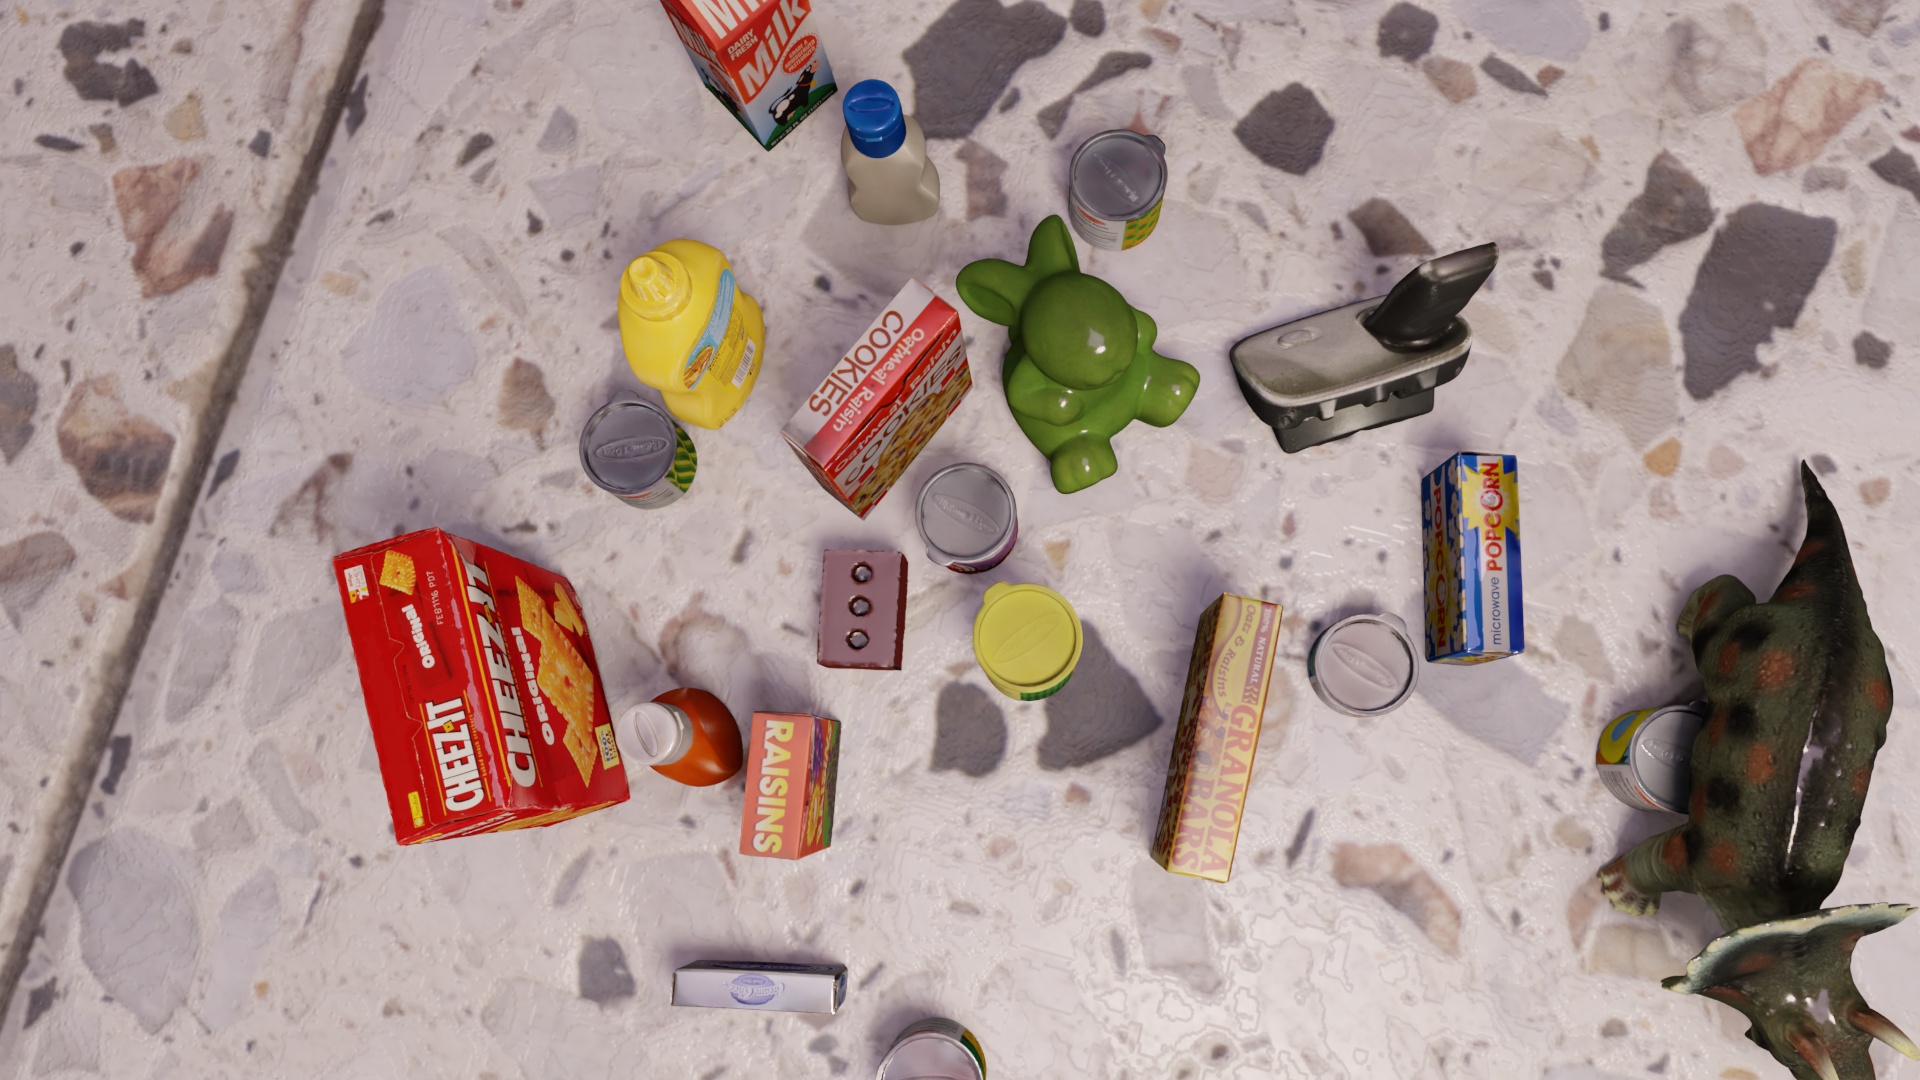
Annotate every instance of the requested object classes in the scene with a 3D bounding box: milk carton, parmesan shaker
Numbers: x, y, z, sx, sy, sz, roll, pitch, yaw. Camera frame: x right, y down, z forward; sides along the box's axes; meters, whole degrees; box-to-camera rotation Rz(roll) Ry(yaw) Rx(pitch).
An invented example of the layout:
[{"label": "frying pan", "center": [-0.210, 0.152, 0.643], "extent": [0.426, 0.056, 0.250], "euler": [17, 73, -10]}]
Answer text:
[{"label": "milk carton", "center": [-0.145, -0.345, 0.924], "extent": [0.072, 0.190, 0.073], "euler": [-42, 81, -4]}, {"label": "parmesan shaker", "center": [0.042, 0.064, 0.885], "extent": [0.071, 0.103, 0.071], "euler": [-1, 80, 3]}]

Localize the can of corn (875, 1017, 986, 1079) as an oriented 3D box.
[{"label": "can of corn", "center": [-0.017, 0.337, 0.862], "extent": [0.071, 0.058, 0.071], "euler": [-1, 80, 3]}]

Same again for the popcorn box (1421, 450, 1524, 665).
[{"label": "popcorn box", "center": [0.325, 0.014, 0.886], "extent": [0.038, 0.085, 0.127], "euler": [1, 80, 4]}]

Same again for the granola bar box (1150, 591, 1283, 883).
[{"label": "granola bar box", "center": [0.157, 0.122, 0.857], "extent": [0.039, 0.124, 0.165], "euler": [12, 81, 5]}]

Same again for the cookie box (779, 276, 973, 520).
[{"label": "cookie box", "center": [-0.047, -0.084, 0.883], "extent": [0.040, 0.167, 0.123], "euler": [38, 85, 9]}]

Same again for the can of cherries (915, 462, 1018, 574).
[{"label": "can of cherries", "center": [0.003, -0.012, 0.923], "extent": [0.071, 0.058, 0.071], "euler": [-1, 80, 3]}]

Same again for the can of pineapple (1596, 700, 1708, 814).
[{"label": "can of pineapple", "center": [0.444, 0.136, 0.871], "extent": [0.071, 0.058, 0.071], "euler": [-1, 80, 3]}]

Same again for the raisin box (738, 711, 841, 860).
[{"label": "raisin box", "center": [-0.104, 0.152, 0.867], "extent": [0.040, 0.123, 0.086], "euler": [5, 81, 4]}]

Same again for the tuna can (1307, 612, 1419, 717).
[{"label": "tuna can", "center": [0.263, 0.080, 0.905], "extent": [0.071, 0.033, 0.071], "euler": [-1, 80, 3]}]

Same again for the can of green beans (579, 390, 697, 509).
[{"label": "can of green beans", "center": [-0.218, -0.058, 0.944], "extent": [0.071, 0.057, 0.071], "euler": [-1, 80, 3]}]

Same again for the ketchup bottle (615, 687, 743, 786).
[{"label": "ketchup bottle", "center": [-0.174, 0.121, 0.864], "extent": [0.043, 0.148, 0.065], "euler": [-26, 80, -1]}]

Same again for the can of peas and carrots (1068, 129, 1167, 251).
[{"label": "can of peas and carrots", "center": [0.109, -0.242, 0.958], "extent": [0.071, 0.058, 0.071], "euler": [-1, 80, 3]}]

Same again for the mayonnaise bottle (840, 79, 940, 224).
[{"label": "mayonnaise bottle", "center": [-0.050, -0.256, 0.924], "extent": [0.065, 0.148, 0.041], "euler": [-3, 80, 3]}]

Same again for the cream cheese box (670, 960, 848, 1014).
[{"label": "cream cheese box", "center": [-0.126, 0.282, 0.881], "extent": [0.104, 0.053, 0.024], "euler": [1, 81, 4]}]
